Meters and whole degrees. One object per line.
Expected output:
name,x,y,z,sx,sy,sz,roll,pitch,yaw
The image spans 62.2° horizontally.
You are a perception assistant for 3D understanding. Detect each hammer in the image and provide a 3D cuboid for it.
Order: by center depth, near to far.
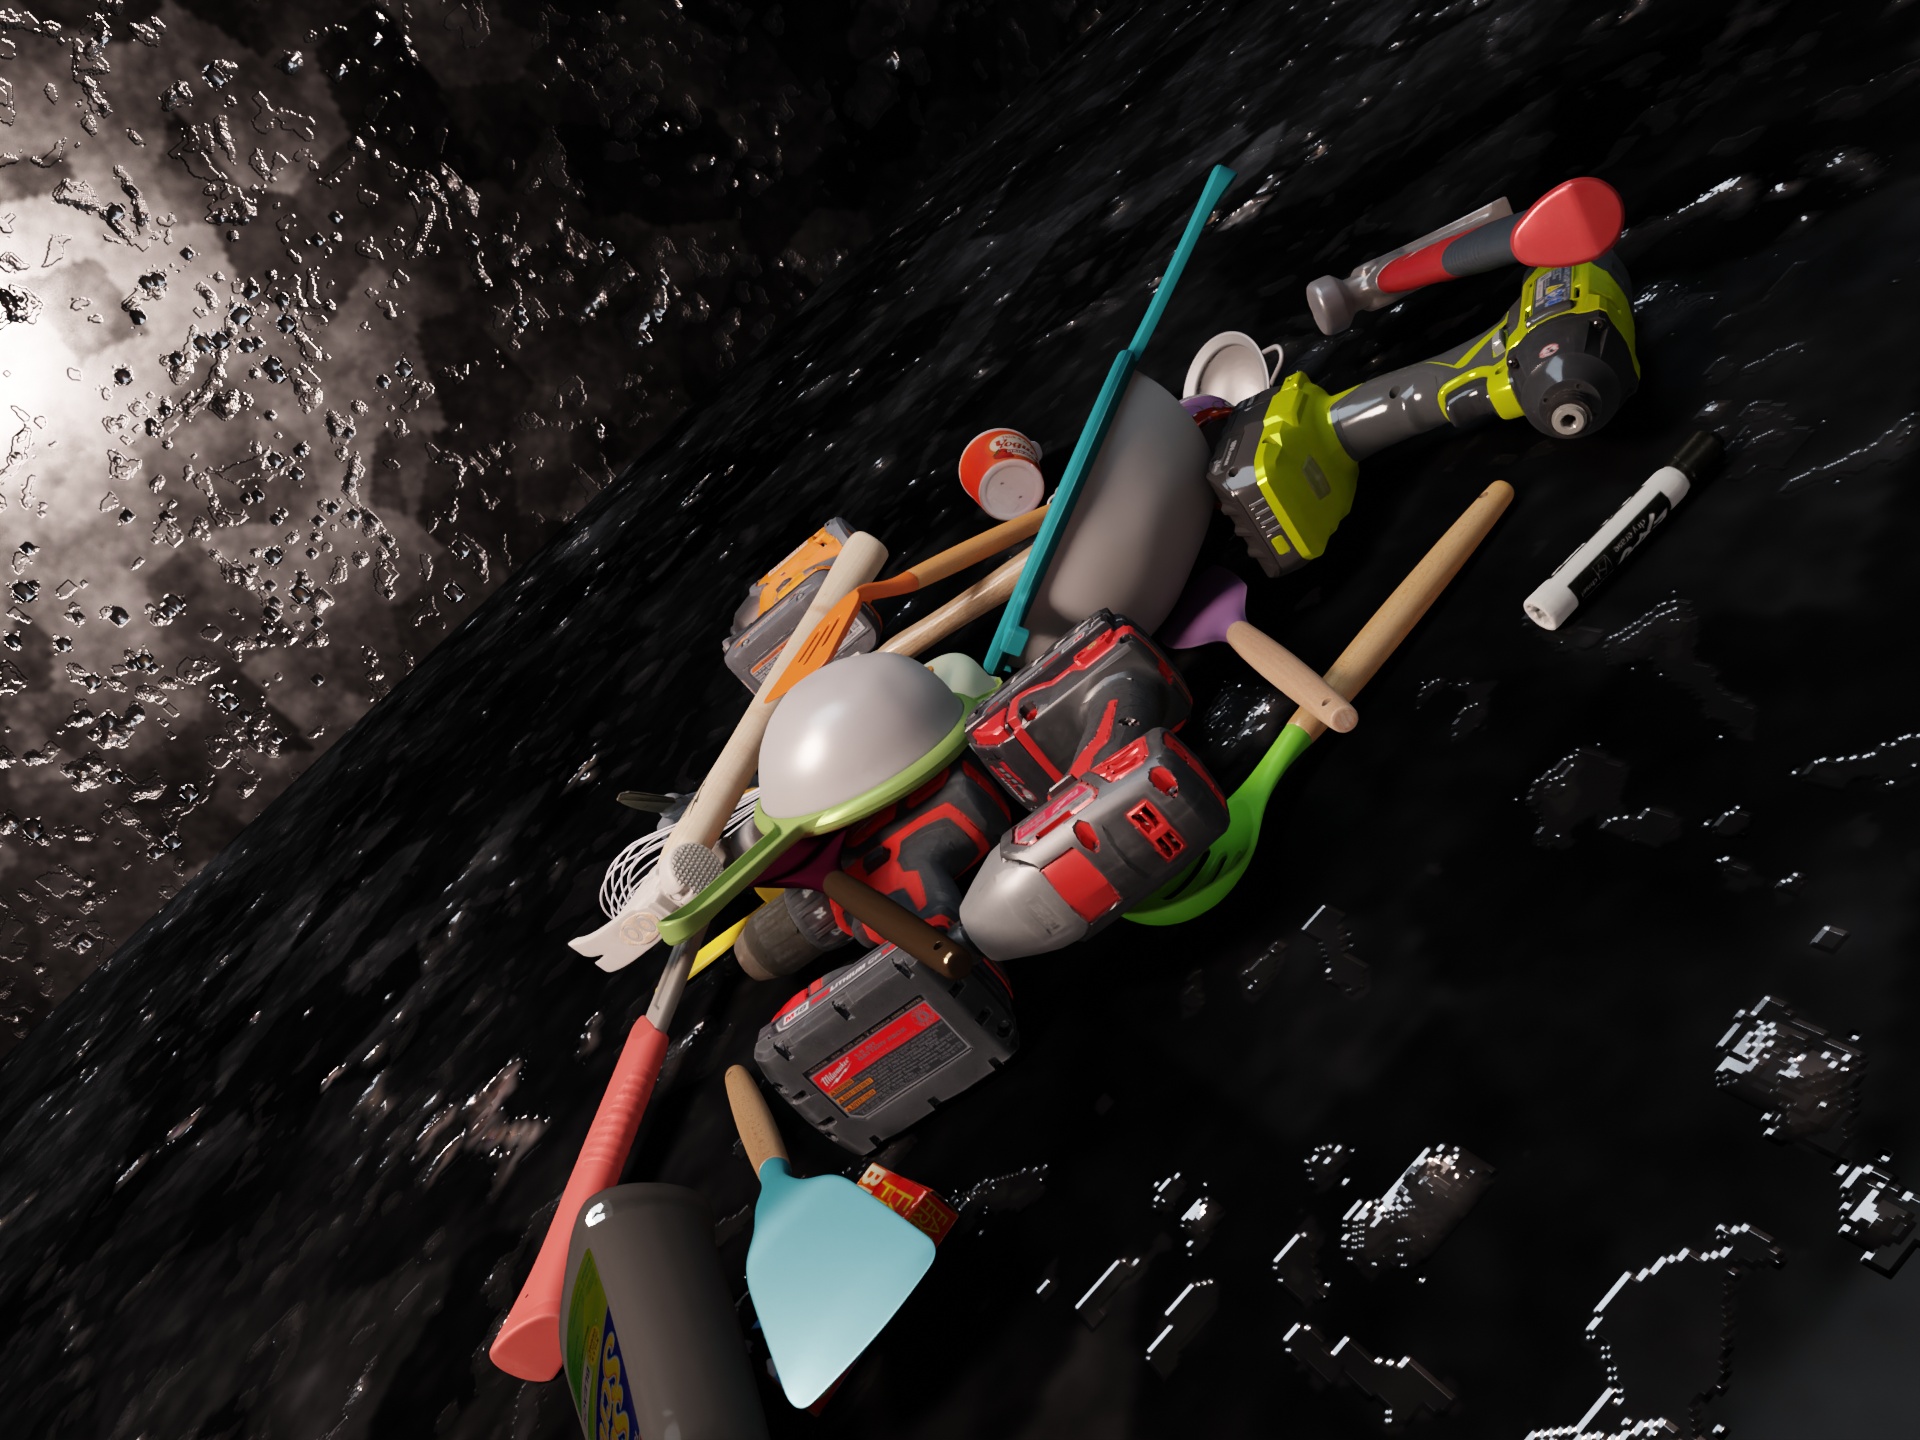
hammer,0.298,-0.267,0.887,0.143,0.038,0.386,-24,10,6
hammer,-0.201,0.217,0.954,0.149,0.036,0.359,-37,25,37
hammer,-0.143,0.001,1.119,0.146,0.038,0.411,-37,20,41
hammer,0.035,-0.101,1.144,0.331,0.031,0.130,-31,5,15

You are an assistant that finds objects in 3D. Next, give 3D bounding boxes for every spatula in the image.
spatula,-0.086,0.219,0.770,0.082,0.044,0.317,-48,12,-7
spatula,0.154,-0.040,0.853,0.060,0.018,0.316,-45,14,6
spatula,-0.015,-0.098,1.120,0.322,0.041,0.081,-30,1,-41

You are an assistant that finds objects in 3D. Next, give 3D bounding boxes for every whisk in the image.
whisk,-0.138,0.059,1.146,0.284,0.070,0.070,-36,23,2

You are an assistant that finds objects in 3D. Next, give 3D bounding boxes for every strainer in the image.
strainer,-0.095,0.029,0.906,0.151,0.069,0.256,-11,22,41
strainer,0.123,-0.167,0.967,0.211,0.095,0.340,78,-143,-89
strainer,0.151,-0.208,1.168,0.258,0.050,0.087,-25,71,46

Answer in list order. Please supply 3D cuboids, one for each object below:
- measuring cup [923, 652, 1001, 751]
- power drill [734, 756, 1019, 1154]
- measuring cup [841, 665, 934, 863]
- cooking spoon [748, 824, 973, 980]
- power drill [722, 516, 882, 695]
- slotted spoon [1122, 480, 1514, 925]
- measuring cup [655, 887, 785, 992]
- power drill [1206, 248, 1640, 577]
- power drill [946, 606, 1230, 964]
measuring cup,-0.002,-0.003,1.048,0.083,0.038,0.168,-44,21,-4
power drill,-0.054,0.126,0.863,0.188,0.080,0.227,-36,21,15
measuring cup,-0.050,0.042,1.027,0.095,0.052,0.174,-7,42,52
cooking spoon,-0.056,0.088,0.807,0.069,0.017,0.319,-32,15,-15
power drill,-0.145,-0.085,1.376,0.164,0.084,0.227,-39,19,9
slotted spoon,0.184,-0.011,0.785,0.314,0.031,0.070,-47,20,-17
measuring cup,-0.152,0.129,1.068,0.156,0.029,0.062,-39,23,4
power drill,0.255,-0.167,0.875,0.223,0.080,0.171,-22,24,34
power drill,0.057,0.035,0.795,0.143,0.078,0.220,-39,15,16
